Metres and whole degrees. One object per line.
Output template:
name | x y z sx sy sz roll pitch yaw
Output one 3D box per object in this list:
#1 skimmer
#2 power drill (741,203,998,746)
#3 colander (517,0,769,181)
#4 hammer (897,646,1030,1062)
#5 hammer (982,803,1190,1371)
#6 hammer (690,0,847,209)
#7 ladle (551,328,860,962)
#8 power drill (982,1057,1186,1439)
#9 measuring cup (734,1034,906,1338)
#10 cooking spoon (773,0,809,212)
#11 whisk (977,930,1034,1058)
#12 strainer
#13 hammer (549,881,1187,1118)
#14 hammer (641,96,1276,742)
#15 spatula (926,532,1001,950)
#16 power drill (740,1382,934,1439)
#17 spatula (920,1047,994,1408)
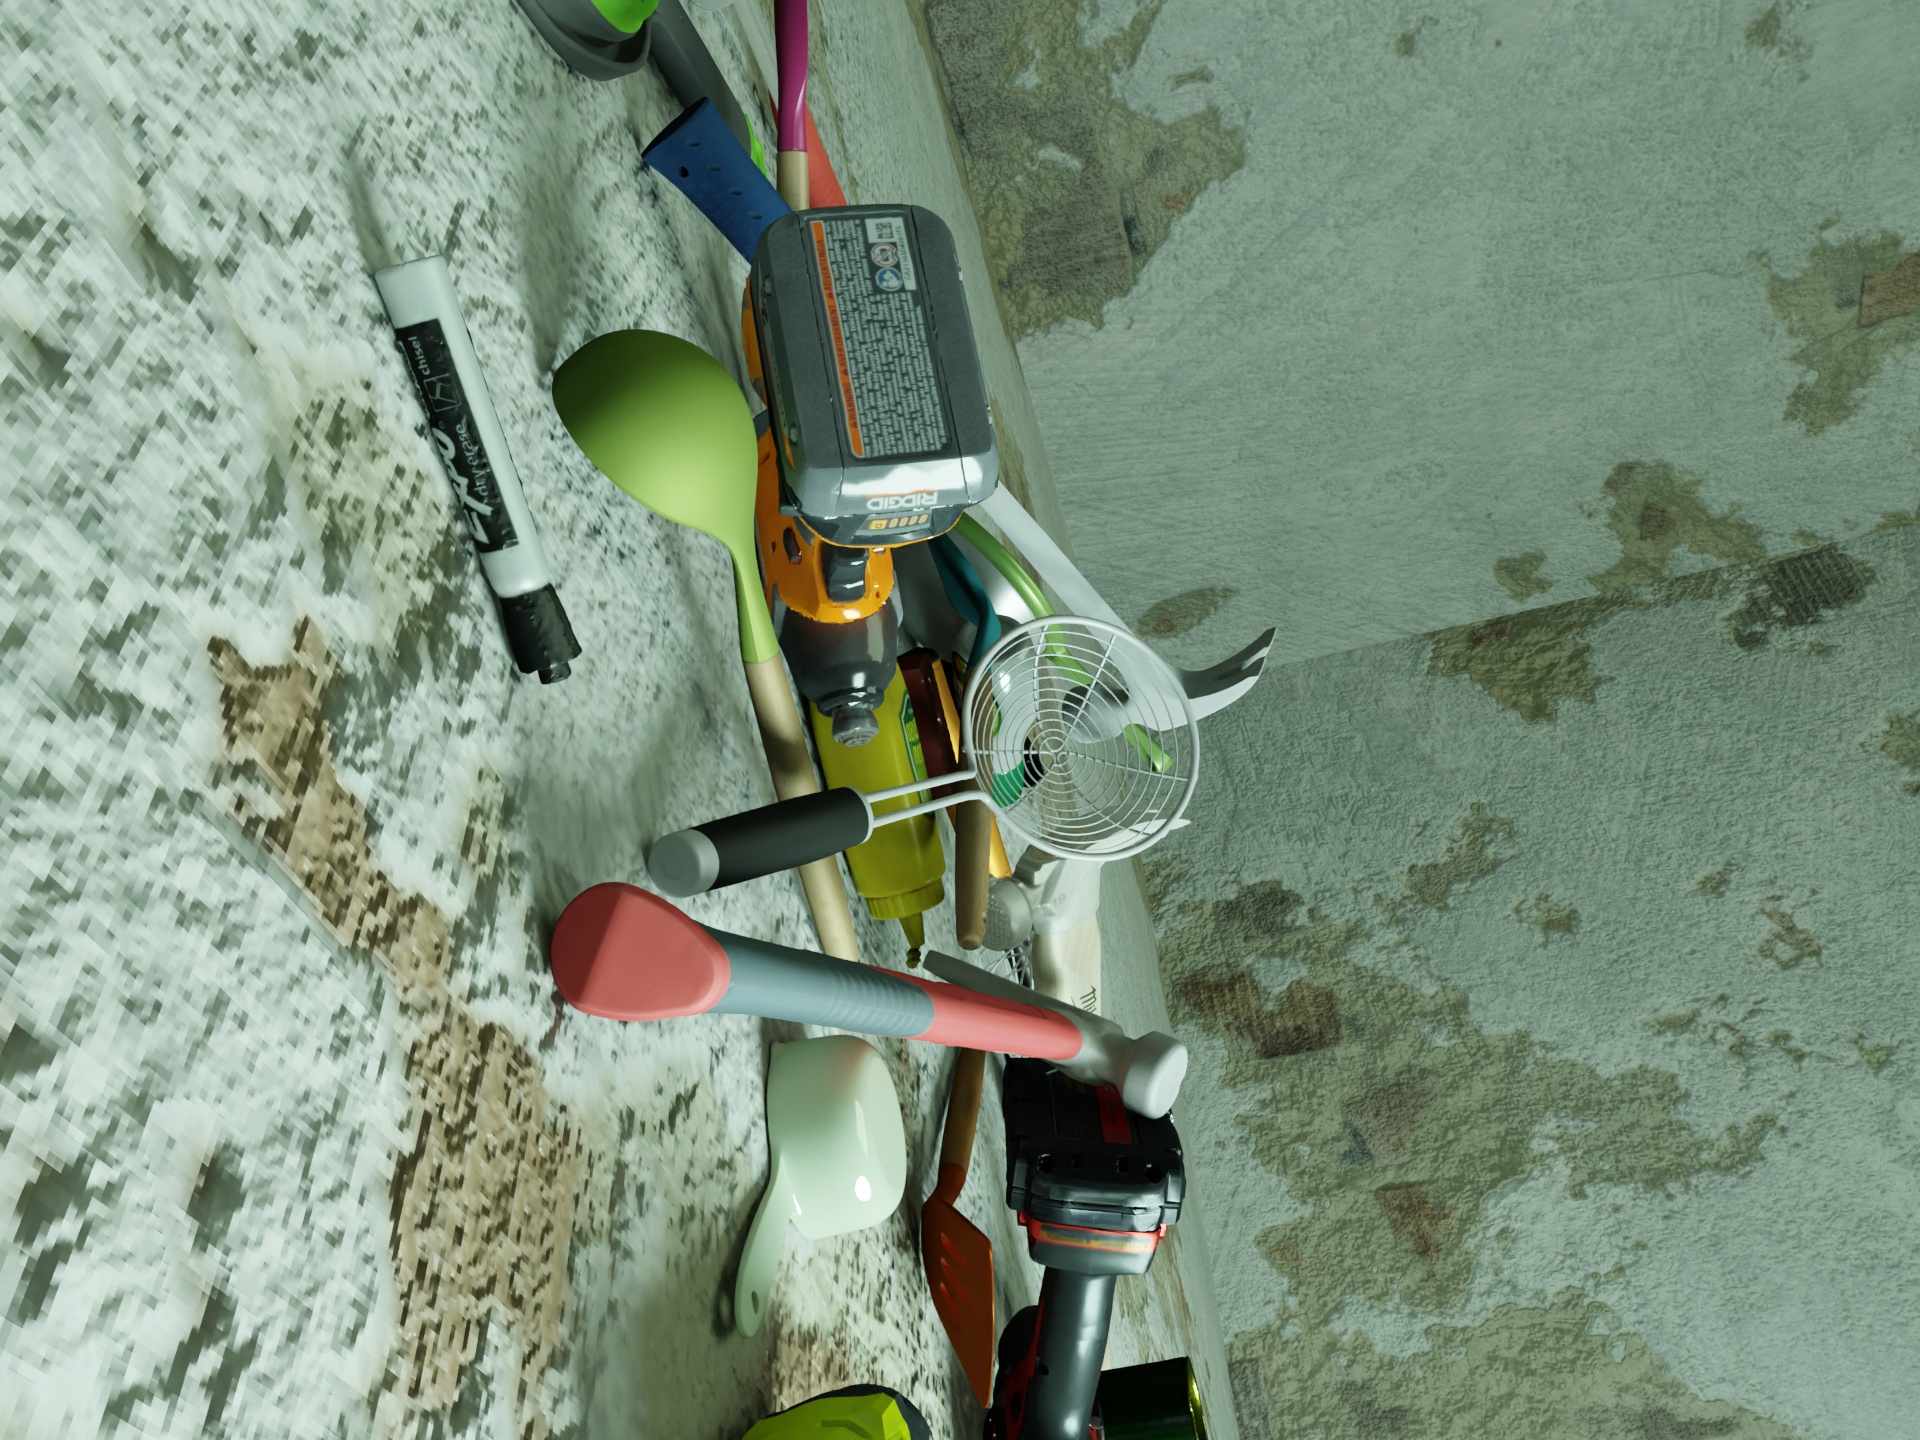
skimmer | 0.005 0.019 0.673 0.127 0.090 0.363 65 24 7
power drill | -0.046 -0.090 0.667 0.226 0.084 0.164 123 -43 -71
colander | -0.118 -0.351 0.697 0.397 0.094 0.205 43 35 -75
hammer | 0.026 0.110 1.033 0.127 0.034 0.336 15 -51 60
hammer | 0.074 0.246 0.907 0.146 0.038 0.410 -24 120 -39
hammer | -0.104 -0.383 1.035 0.358 0.036 0.149 63 17 -57
ladle | -0.086 -0.004 0.629 0.078 0.062 0.319 -94 175 -52
power drill | 0.050 0.284 0.790 0.188 0.080 0.226 -88 -176 -78
measuring cup | -0.049 0.169 0.575 0.168 0.038 0.083 -72 148 -78
cooking spoon | -0.083 -0.253 0.784 0.069 0.017 0.318 -125 -145 -74
whisk | 0.046 0.208 0.991 0.284 0.070 0.070 86 -1 -50
strainer | 0.031 -0.043 1.060 0.256 0.069 0.151 46 -9 4
hammer | -0.035 0.104 0.607 0.386 0.143 0.038 31 78 -61
hammer | 0.003 -0.134 0.788 0.405 0.144 0.035 46 52 -27
spatula | -0.001 -0.003 0.845 0.318 0.044 0.082 -88 164 -48
power drill | -0.019 0.313 0.450 0.171 0.080 0.223 34 41 -77
spatula | 0.007 0.231 0.842 0.323 0.041 0.081 -70 161 -77
